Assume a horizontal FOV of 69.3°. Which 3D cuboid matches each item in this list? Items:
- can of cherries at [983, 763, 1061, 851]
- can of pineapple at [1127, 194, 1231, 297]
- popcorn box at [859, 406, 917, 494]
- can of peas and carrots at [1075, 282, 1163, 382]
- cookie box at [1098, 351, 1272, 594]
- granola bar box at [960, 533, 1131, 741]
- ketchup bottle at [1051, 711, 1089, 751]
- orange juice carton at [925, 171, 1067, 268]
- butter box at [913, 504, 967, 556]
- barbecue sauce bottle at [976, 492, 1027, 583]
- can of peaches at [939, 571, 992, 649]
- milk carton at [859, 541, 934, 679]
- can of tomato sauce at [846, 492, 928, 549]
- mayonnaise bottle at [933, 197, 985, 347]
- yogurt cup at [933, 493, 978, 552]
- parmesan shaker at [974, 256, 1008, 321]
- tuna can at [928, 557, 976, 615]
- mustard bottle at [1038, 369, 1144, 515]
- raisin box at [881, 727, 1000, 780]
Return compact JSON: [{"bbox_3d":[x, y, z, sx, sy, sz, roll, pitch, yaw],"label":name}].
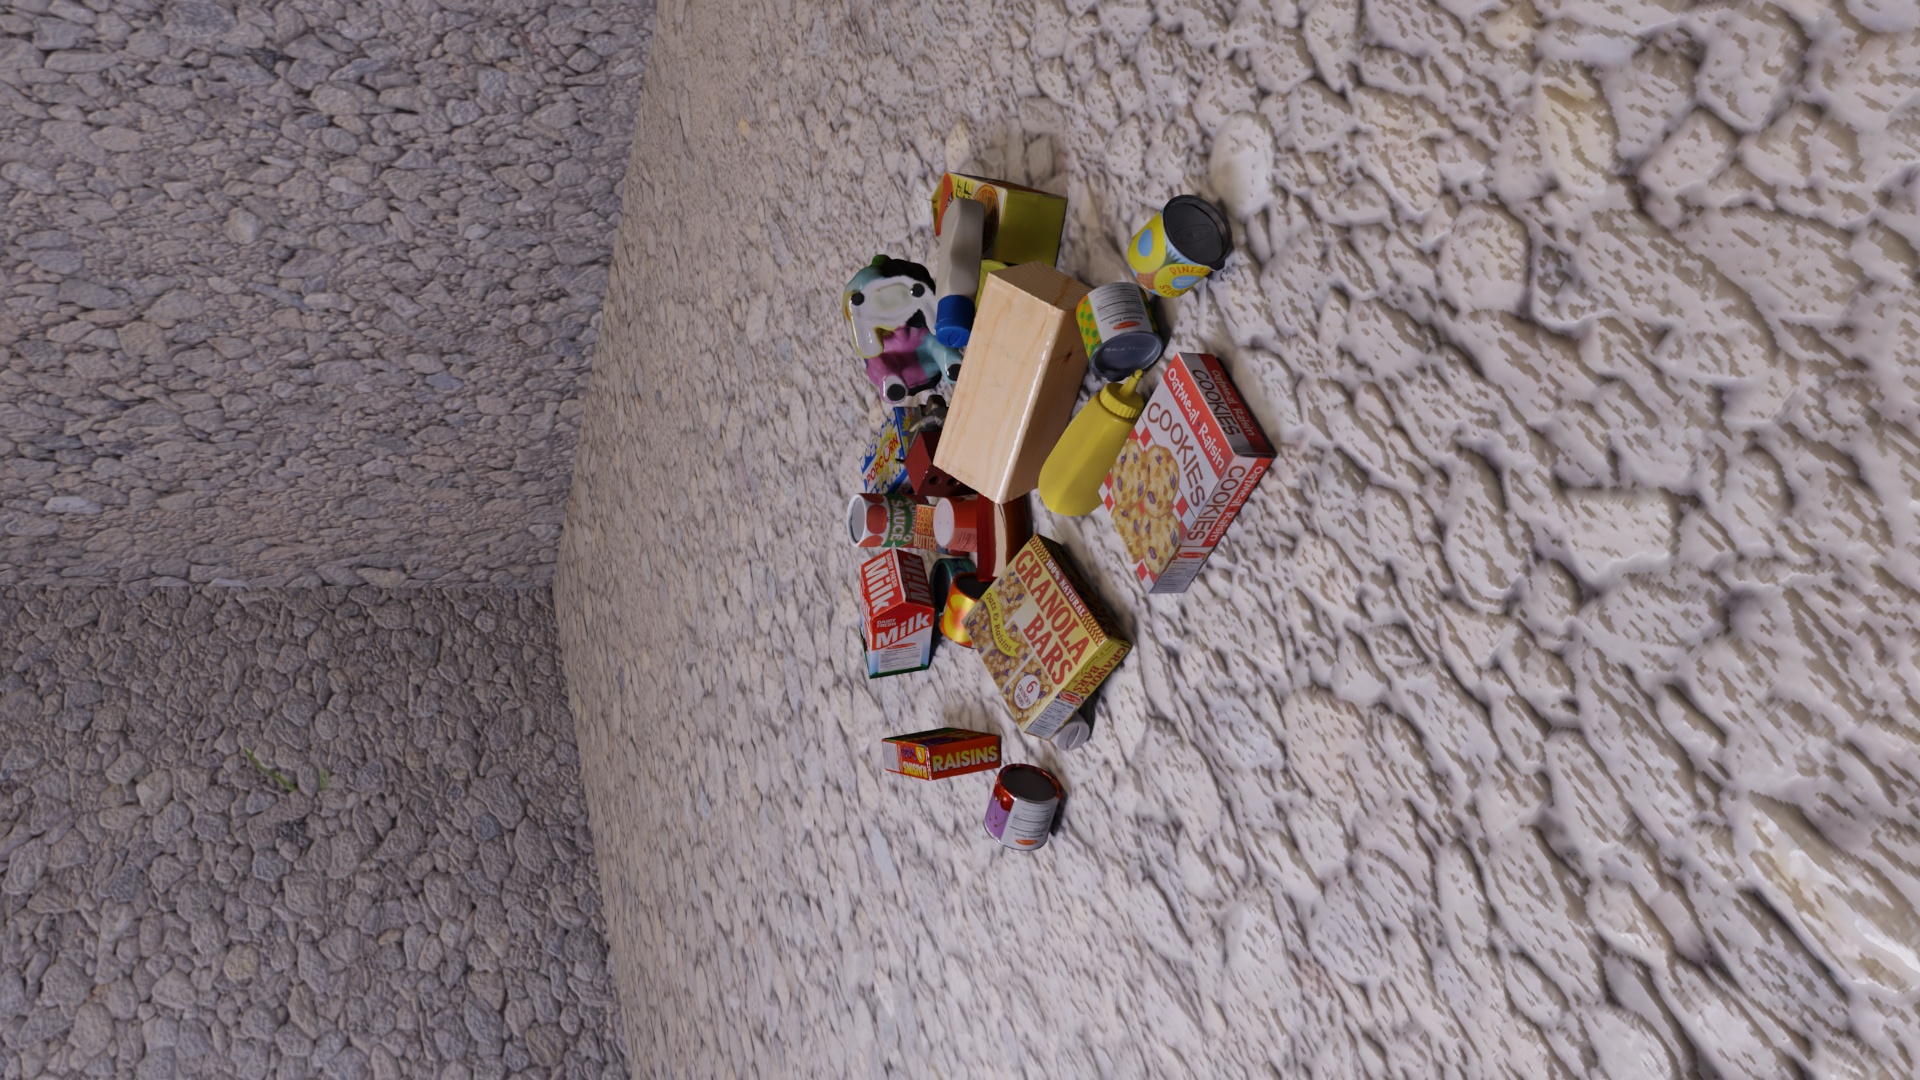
[{"bbox_3d":[0.060,0.259,1.362,0.072,0.071,0.058,51,133,53],"label":"can of cherries"},{"bbox_3d":[0.180,-0.240,1.146,0.057,0.071,0.071,141,126,-58],"label":"can of pineapple"},{"bbox_3d":[-0.080,-0.096,1.706,0.126,0.038,0.085,-50,46,51],"label":"popcorn box"},{"bbox_3d":[0.140,-0.184,1.228,0.070,0.071,0.059,127,138,-50],"label":"can of peas and carrots"},{"bbox_3d":[0.184,-0.055,1.158,0.166,0.040,0.123,116,145,-42],"label":"cookie box"},{"bbox_3d":[0.078,0.090,1.319,0.124,0.039,0.166,-51,39,17],"label":"granola bar box"},{"bbox_3d":[0.078,0.145,1.358,0.149,0.043,0.064,55,131,50],"label":"ketchup bottle"},{"bbox_3d":[0.031,-0.340,1.454,0.193,0.072,0.072,40,124,58],"label":"orange juice carton"},{"bbox_3d":[-0.022,-0.013,1.596,0.103,0.024,0.053,11,97,64],"label":"butter box"},{"bbox_3d":[0.042,-0.031,1.444,0.064,0.044,0.148,-13,76,58],"label":"barbecue sauce bottle"},{"bbox_3d":[0.014,0.072,1.465,0.071,0.071,0.057,54,135,51],"label":"can of peaches"},{"bbox_3d":[-0.073,0.080,1.579,0.189,0.073,0.072,98,161,-58],"label":"milk carton"},{"bbox_3d":[-0.086,-0.024,1.661,0.071,0.083,0.071,-178,89,-65],"label":"can of tomato sauce"},{"bbox_3d":[-0.001,-0.258,1.349,0.064,0.041,0.149,123,154,-60],"label":"mayonnaise bottle"},{"bbox_3d":[0.005,-0.019,1.507,0.072,0.054,0.072,-178,89,-65],"label":"yogurt cup"},{"bbox_3d":[0.014,-0.270,1.464,0.103,0.071,0.071,-124,42,-66],"label":"parmesan shaker"},{"bbox_3d":[-0.007,0.053,1.552,0.071,0.033,0.071,-178,89,-65],"label":"tuna can"},{"bbox_3d":[0.127,-0.093,1.255,0.159,0.065,0.049,-61,42,34],"label":"mustard bottle"},{"bbox_3d":[-0.022,0.230,1.509,0.123,0.086,0.040,-7,88,64],"label":"raisin box"}]
